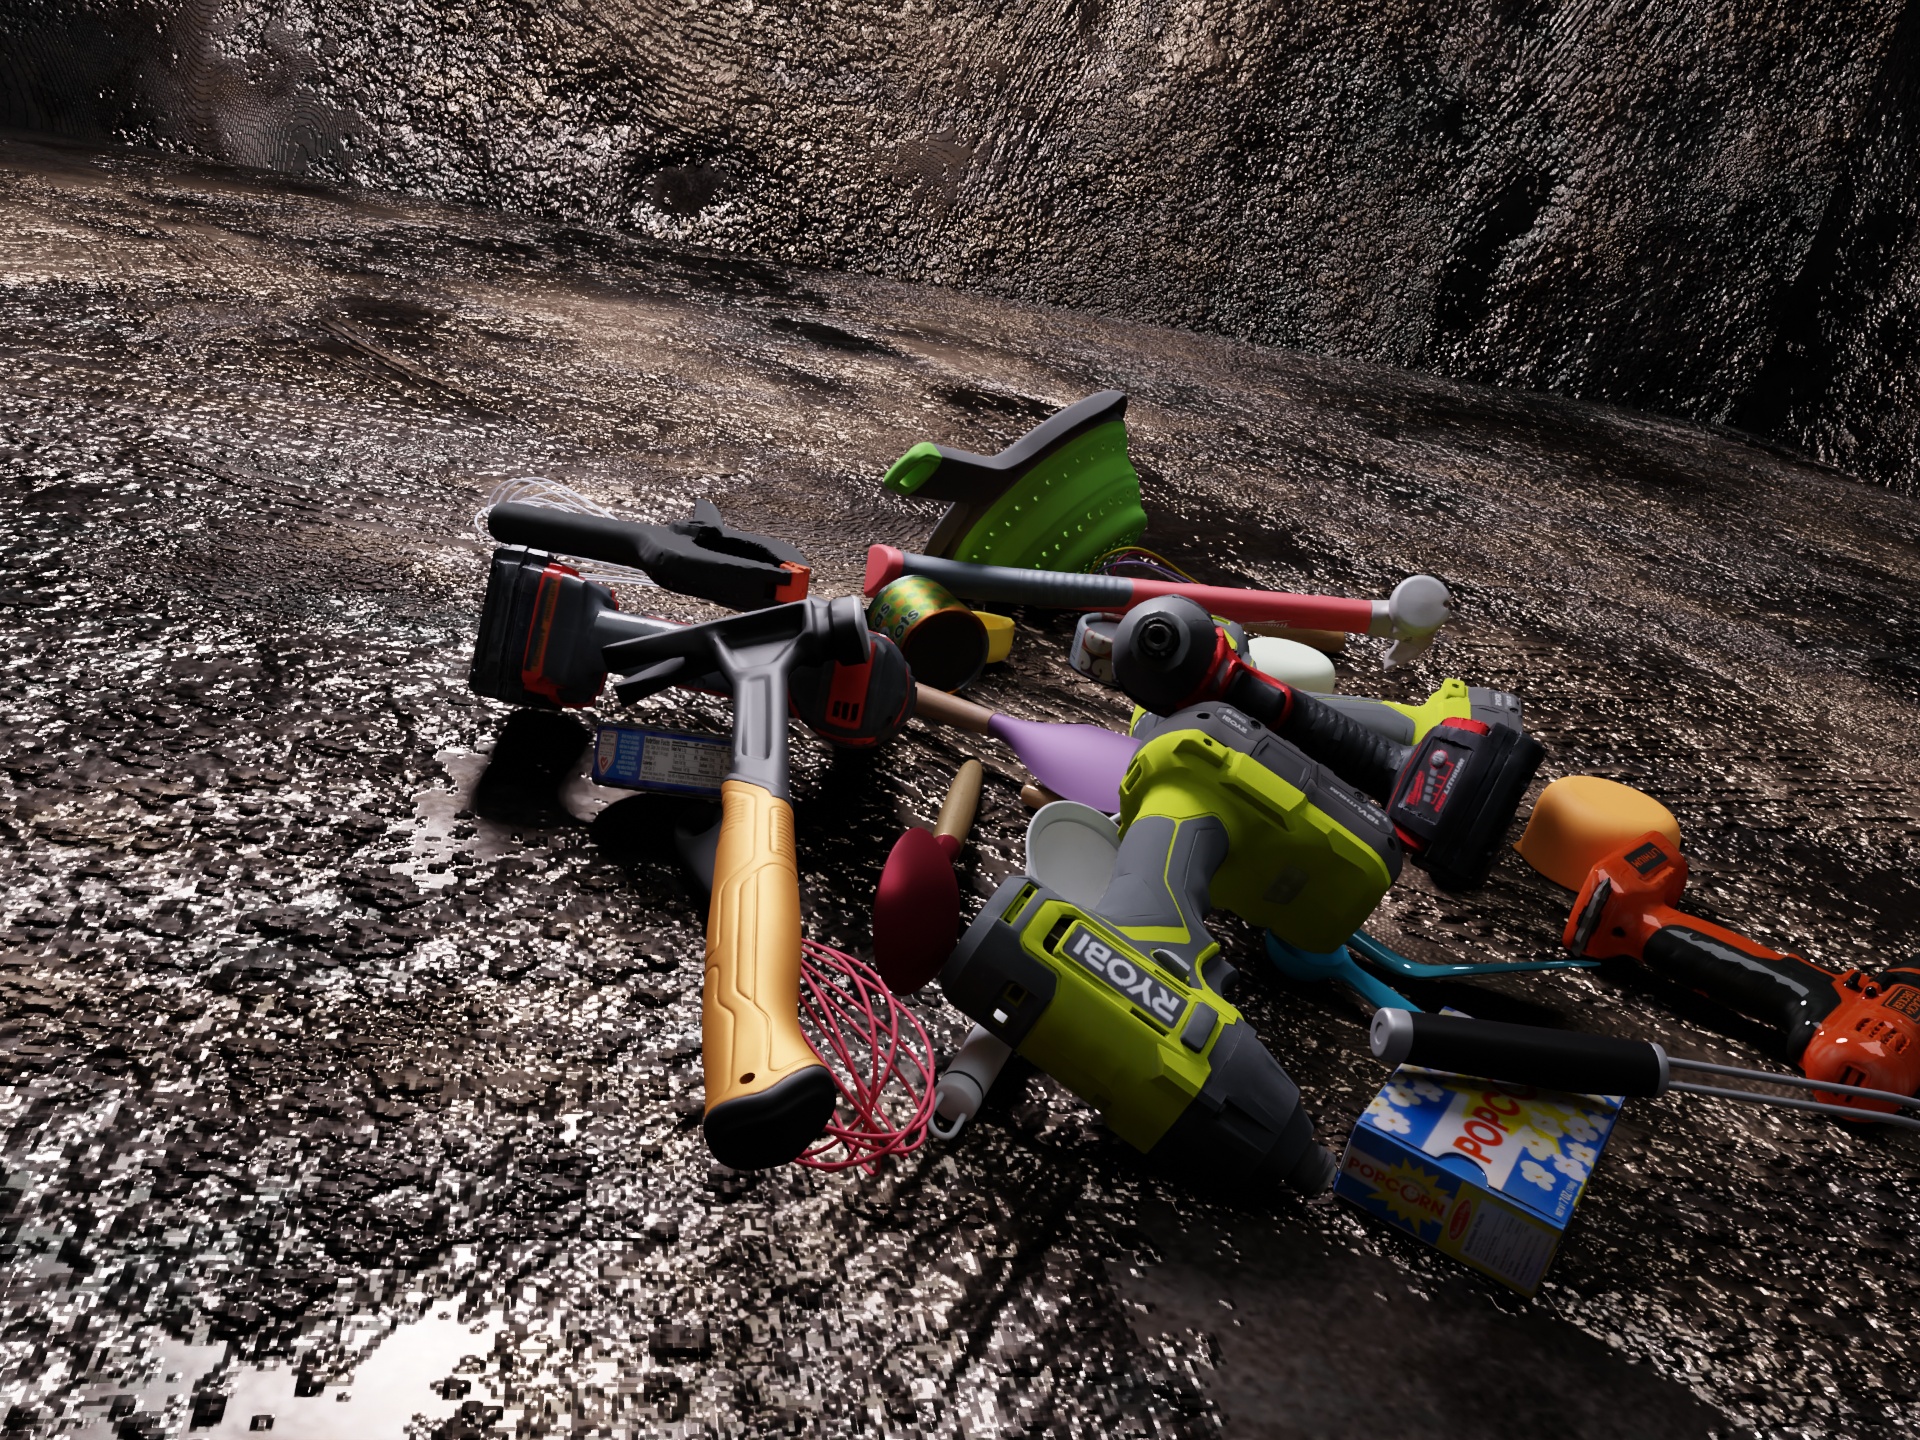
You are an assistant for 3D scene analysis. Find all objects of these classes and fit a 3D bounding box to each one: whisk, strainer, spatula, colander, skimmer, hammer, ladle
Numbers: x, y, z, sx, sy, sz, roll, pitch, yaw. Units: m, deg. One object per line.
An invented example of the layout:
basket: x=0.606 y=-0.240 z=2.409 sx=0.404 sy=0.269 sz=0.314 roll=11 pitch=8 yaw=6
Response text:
whisk: x=-0.195 y=-0.100 z=1.062 sx=0.284 sy=0.070 sz=0.070 roll=19 pitch=23 yaw=12
strainer: x=0.034 y=0.109 z=0.723 sx=0.087 sy=0.050 sz=0.258 roll=49 pitch=32 yaw=-4
spatula: x=-0.002 y=-0.003 z=0.959 sx=0.316 sy=0.018 sz=0.060 roll=20 pitch=51 yaw=33
whisk: x=0.205 y=-0.089 z=1.237 sx=0.244 sy=0.047 sz=0.051 roll=12 pitch=-2 yaw=-27
spatula: x=0.172 y=0.085 z=0.845 sx=0.318 sy=0.044 sz=0.082 roll=22 pitch=3 yaw=27
colander: x=0.049 y=-0.145 z=1.157 sx=0.094 sy=0.204 sz=0.397 roll=51 pitch=18 yaw=9
whisk: x=-0.079 y=0.099 z=0.671 sx=0.073 sy=0.073 sz=0.296 roll=2 pitch=19 yaw=-23
skimmer: x=0.357 y=0.140 z=0.654 sx=0.363 sy=0.090 sz=0.127 roll=9 pitch=55 yaw=-6
hammer: x=0.127 y=-0.081 z=1.099 sx=0.386 sy=0.038 sz=0.143 roll=6 pitch=-9 yaw=6
hammer: x=-0.090 y=0.047 z=0.638 sx=0.127 sy=0.034 sz=0.337 roll=-12 pitch=32 yaw=0
ladle: x=-0.006 y=0.058 z=0.781 sx=0.031 sy=0.069 sz=0.315 roll=-1 pitch=11 yaw=5

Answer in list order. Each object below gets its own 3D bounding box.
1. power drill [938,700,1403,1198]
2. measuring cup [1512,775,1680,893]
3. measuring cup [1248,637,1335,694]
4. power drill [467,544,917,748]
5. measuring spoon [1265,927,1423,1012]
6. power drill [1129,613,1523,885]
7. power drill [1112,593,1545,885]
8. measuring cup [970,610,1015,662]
power drill: x=0.110 y=0.096 z=0.701 sx=0.171 sy=0.080 sz=0.223 roll=35 pitch=38 yaw=8
measuring cup: x=0.410 y=0.056 z=1.022 sx=0.095 sy=0.052 sz=0.174 roll=17 pitch=25 yaw=11
measuring cup: x=0.207 y=-0.053 z=1.193 sx=0.083 sy=0.038 sz=0.168 roll=-11 pitch=33 yaw=-44
power drill: x=-0.136 y=-0.029 z=0.879 sx=0.226 sy=0.080 sz=0.188 roll=10 pitch=-3 yaw=-1
measuring spoon: x=0.200 y=0.140 z=0.773 sx=0.129 sy=0.021 sz=0.042 roll=38 pitch=33 yaw=30
power drill: x=0.214 y=0.022 z=0.962 sx=0.228 sy=0.080 sz=0.191 roll=14 pitch=36 yaw=8
power drill: x=0.181 y=0.002 z=0.832 sx=0.220 sy=0.078 sz=0.143 roll=28 pitch=0 yaw=14
measuring cup: x=-0.020 y=-0.069 z=1.148 sx=0.062 sy=0.029 sz=0.157 roll=-4 pitch=16 yaw=-35
